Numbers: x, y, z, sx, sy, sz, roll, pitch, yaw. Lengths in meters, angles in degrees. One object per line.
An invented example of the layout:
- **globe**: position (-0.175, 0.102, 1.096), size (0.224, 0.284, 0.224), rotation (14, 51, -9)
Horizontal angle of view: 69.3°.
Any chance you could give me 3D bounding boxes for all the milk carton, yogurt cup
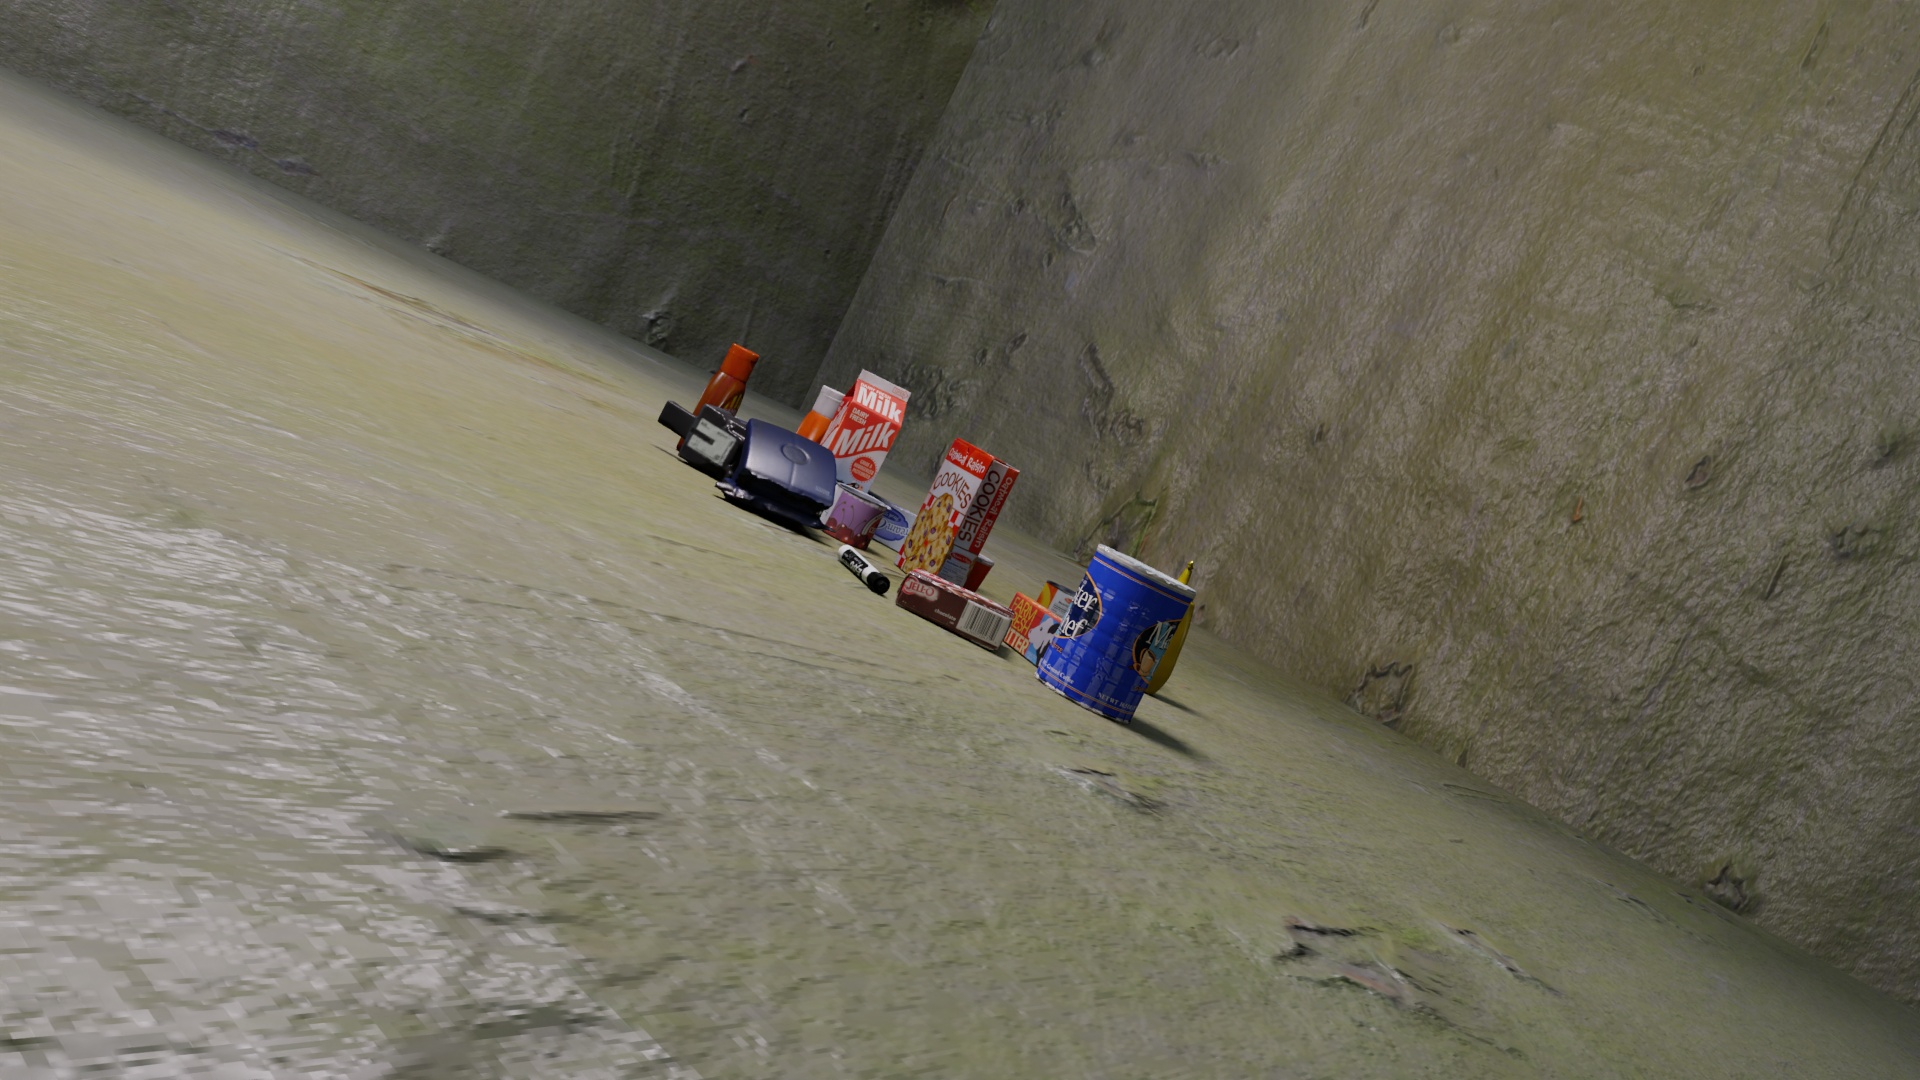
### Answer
- **milk carton**: position (-0.135, -0.116, 1.750), size (0.072, 0.190, 0.073), rotation (25, 4, -16)
- **yogurt cup**: position (-0.001, 0.035, 1.650), size (0.072, 0.054, 0.072), rotation (26, 4, -2)

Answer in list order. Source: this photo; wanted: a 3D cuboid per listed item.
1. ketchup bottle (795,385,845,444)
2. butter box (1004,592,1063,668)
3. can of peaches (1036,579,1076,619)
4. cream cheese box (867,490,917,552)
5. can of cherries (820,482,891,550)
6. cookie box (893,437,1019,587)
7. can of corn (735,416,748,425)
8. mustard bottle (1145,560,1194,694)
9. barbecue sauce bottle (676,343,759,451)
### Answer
- **ketchup bottle**: position (-0.200, -0.135, 1.874), size (0.043, 0.148, 0.065), rotation (28, 4, 20)
- **butter box**: position (0.077, 0.094, 1.416), size (0.024, 0.053, 0.103), rotation (24, 5, -30)
- **can of peaches**: position (0.123, 0.089, 1.718), size (0.071, 0.058, 0.071), rotation (26, 4, -2)
- **cream cheese box**: position (-0.093, -0.022, 1.787), size (0.104, 0.053, 0.024), rotation (27, 4, 14)
- **can of cherries**: position (-0.125, -0.027, 1.631), size (0.071, 0.058, 0.071), rotation (26, 4, -2)
- **cookie box**: position (-0.007, -0.026, 1.585), size (0.040, 0.167, 0.123), rotation (25, 4, -25)
- **can of corn**: position (-0.293, -0.129, 1.852), size (0.071, 0.058, 0.071), rotation (26, 4, -2)
- **mustard bottle**: position (0.234, 0.096, 1.600), size (0.065, 0.160, 0.049), rotation (26, 4, -12)
- **barbecue sauce bottle**: position (-0.297, -0.170, 1.717), size (0.044, 0.148, 0.065), rotation (27, 4, 15)
